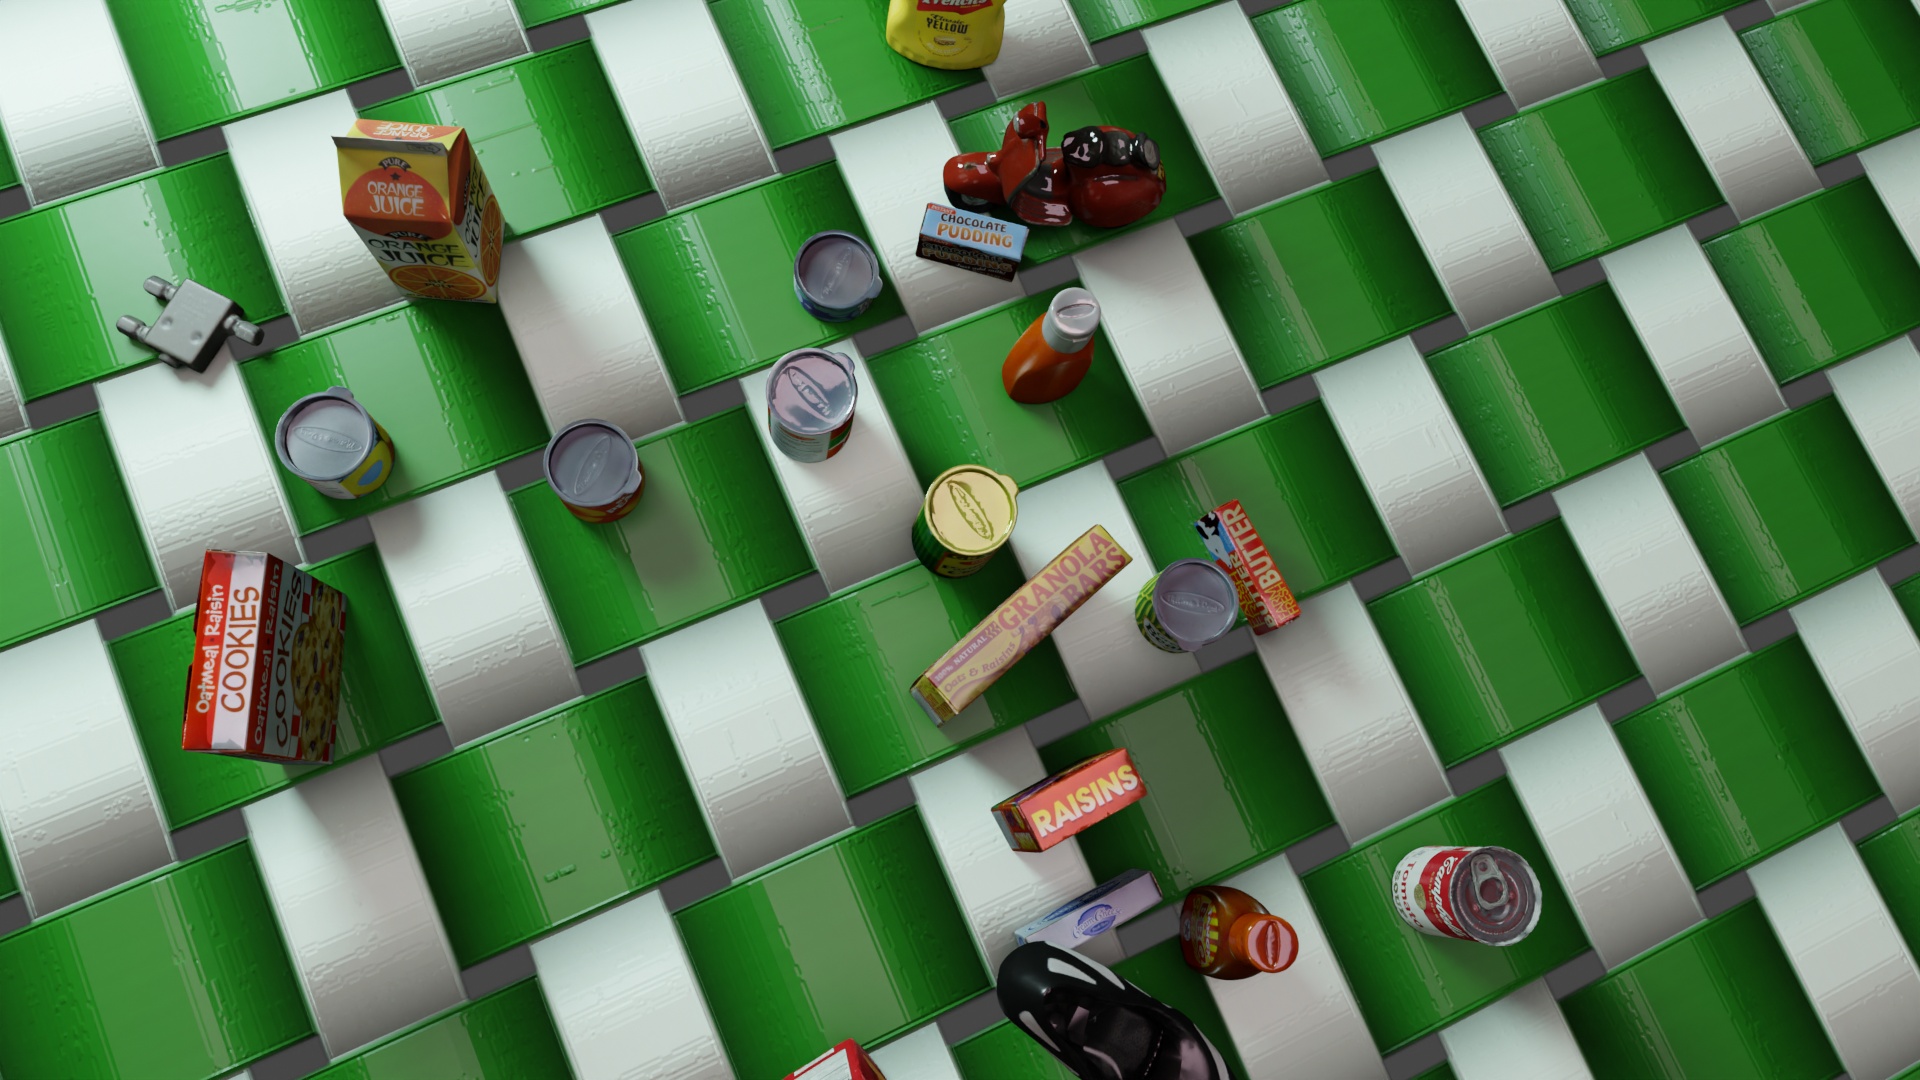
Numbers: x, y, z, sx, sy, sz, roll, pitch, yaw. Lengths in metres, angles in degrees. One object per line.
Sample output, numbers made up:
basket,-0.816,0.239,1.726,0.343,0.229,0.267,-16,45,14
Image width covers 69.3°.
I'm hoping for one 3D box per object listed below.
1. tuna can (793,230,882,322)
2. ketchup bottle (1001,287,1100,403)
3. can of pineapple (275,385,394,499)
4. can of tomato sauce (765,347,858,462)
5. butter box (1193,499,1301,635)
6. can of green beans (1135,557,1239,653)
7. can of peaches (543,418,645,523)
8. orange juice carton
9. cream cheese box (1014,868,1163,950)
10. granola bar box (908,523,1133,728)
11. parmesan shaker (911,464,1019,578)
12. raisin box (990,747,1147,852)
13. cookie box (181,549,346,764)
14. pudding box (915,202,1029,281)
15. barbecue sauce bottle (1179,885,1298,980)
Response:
tuna can,-0.096,-0.206,1.093,0.071,0.032,0.071,2,78,-7
ketchup bottle,0.072,-0.145,1.041,0.065,0.148,0.043,-12,80,-10
can of pineapple,-0.449,-0.069,1.004,0.071,0.057,0.071,2,78,-7
can of tomato sauce,-0.111,-0.101,1.042,0.071,0.083,0.071,2,78,-7
butter box,0.222,0.021,1.074,0.024,0.053,0.103,-27,82,-12
can of green beans,0.171,0.051,1.058,0.071,0.057,0.071,2,78,-7
can of peaches,-0.266,-0.049,1.023,0.071,0.058,0.071,2,78,-7
orange juice carton,-0.379,-0.237,0.980,0.072,0.192,0.073,3,78,-7
cream cheese box,0.091,0.271,1.002,0.104,0.053,0.024,-25,82,-12
granola bar box,0.039,0.063,1.004,0.166,0.124,0.039,-40,86,-13
parmesan shaker,0.004,-0.013,1.027,0.071,0.103,0.071,2,78,-7
raisin box,0.074,0.184,0.982,0.086,0.123,0.040,-25,83,-12
cookie box,-0.453,0.082,0.913,0.040,0.167,0.123,1,78,-7
pudding box,0.009,-0.237,1.104,0.084,0.049,0.030,14,77,-4
barbecue sauce bottle,0.193,0.275,0.965,0.044,0.148,0.065,5,78,-6
